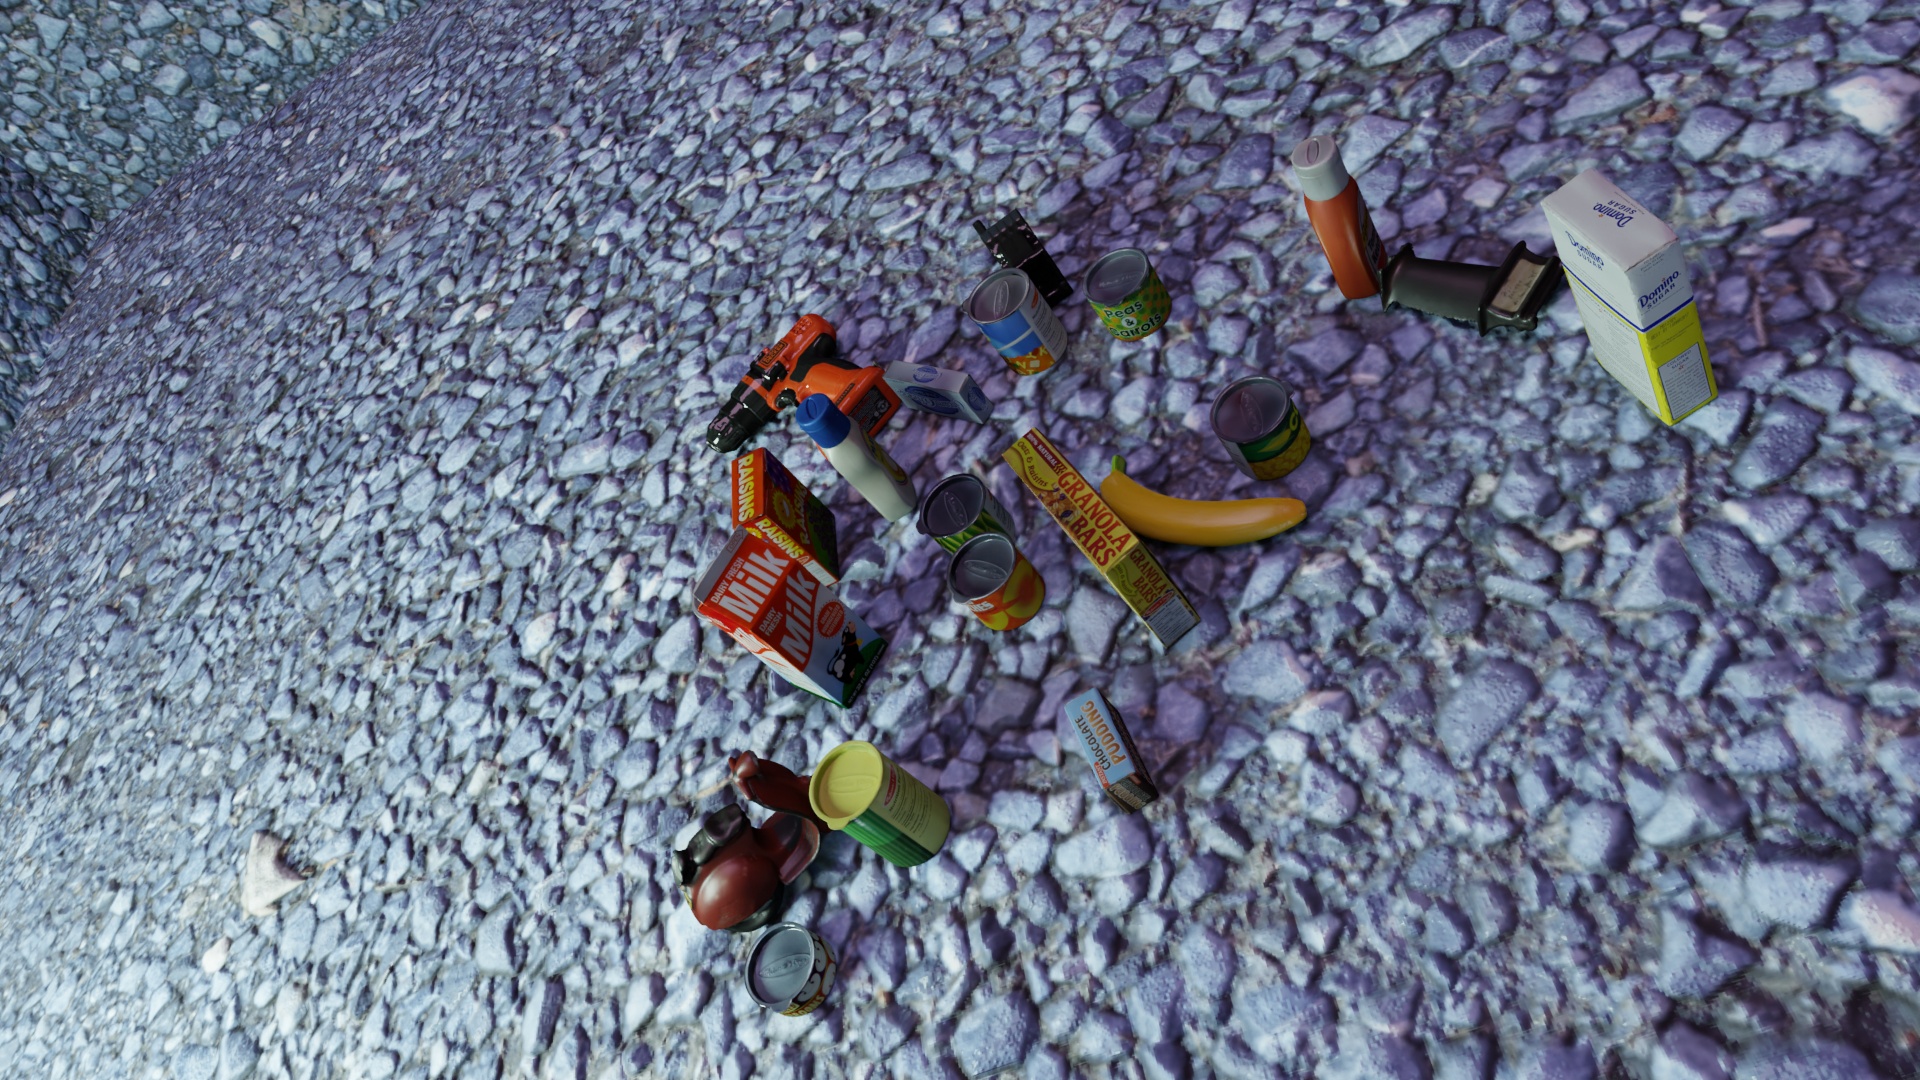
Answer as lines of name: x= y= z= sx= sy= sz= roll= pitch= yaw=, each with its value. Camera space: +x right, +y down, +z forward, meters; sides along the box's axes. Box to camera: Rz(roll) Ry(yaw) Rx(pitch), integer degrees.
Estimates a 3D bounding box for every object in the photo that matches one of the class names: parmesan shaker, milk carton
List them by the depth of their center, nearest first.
parmesan shaker: x=-0.062 y=0.208 z=1.076 sx=0.071 sy=0.103 sz=0.071 roll=-18 pitch=50 yaw=23
milk carton: x=-0.151 y=0.064 z=1.179 sx=0.073 sy=0.190 sz=0.072 roll=16 pitch=69 yaw=41

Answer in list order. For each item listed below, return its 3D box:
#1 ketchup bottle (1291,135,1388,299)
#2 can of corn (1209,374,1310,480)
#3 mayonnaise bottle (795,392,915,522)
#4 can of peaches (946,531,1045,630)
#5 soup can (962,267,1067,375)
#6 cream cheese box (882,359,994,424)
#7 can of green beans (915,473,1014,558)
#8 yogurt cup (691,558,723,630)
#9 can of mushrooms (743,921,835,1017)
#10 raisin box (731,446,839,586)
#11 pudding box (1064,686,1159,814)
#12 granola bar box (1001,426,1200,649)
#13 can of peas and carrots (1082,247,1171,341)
ketchup bottle: x=0.311 y=-0.267 z=1.140 sx=0.043 sy=0.148 sz=0.065 roll=-8 pitch=55 yaw=30
can of corn: x=0.245 y=-0.092 z=1.120 sx=0.071 sy=0.058 sz=0.071 roll=-18 pitch=50 yaw=23
mayonnaise bottle: x=-0.095 y=-0.079 z=1.276 sx=0.041 sy=0.147 sz=0.065 roll=-32 pitch=46 yaw=11
can of peaches: x=0.029 y=0.037 z=1.171 sx=0.071 sy=0.058 sz=0.071 roll=-18 pitch=50 yaw=23
soup can: x=0.052 y=-0.206 z=1.315 sx=0.071 sy=0.083 sz=0.072 roll=-18 pitch=50 yaw=23
cream cheese box: x=-0.021 y=-0.144 z=1.340 sx=0.104 sy=0.053 sz=0.024 roll=16 pitch=69 yaw=40
can of green beans: x=0.006 y=-0.016 z=1.225 sx=0.071 sy=0.057 sz=0.071 roll=-18 pitch=50 yaw=23
yogurt cup: x=-0.213 y=0.058 z=1.322 sx=0.072 sy=0.053 sz=0.073 roll=-18 pitch=50 yaw=23
can of mushrooms: x=-0.132 y=0.336 z=1.079 sx=0.071 sy=0.033 sz=0.071 roll=-18 pitch=50 yaw=23
raisin box: x=-0.163 y=-0.018 z=1.294 sx=0.040 sy=0.123 sz=0.086 roll=-23 pitch=48 yaw=19
pudding box: x=0.112 y=0.156 z=1.035 sx=0.030 sy=0.049 sz=0.084 roll=-33 pitch=46 yaw=10
granola bar box: x=0.111 y=-0.004 z=1.100 sx=0.039 sy=0.124 sz=0.166 roll=-40 pitch=45 yaw=3
can of peas and carrots: x=0.154 y=-0.224 z=1.277 sx=0.071 sy=0.058 sz=0.071 roll=-18 pitch=50 yaw=23
